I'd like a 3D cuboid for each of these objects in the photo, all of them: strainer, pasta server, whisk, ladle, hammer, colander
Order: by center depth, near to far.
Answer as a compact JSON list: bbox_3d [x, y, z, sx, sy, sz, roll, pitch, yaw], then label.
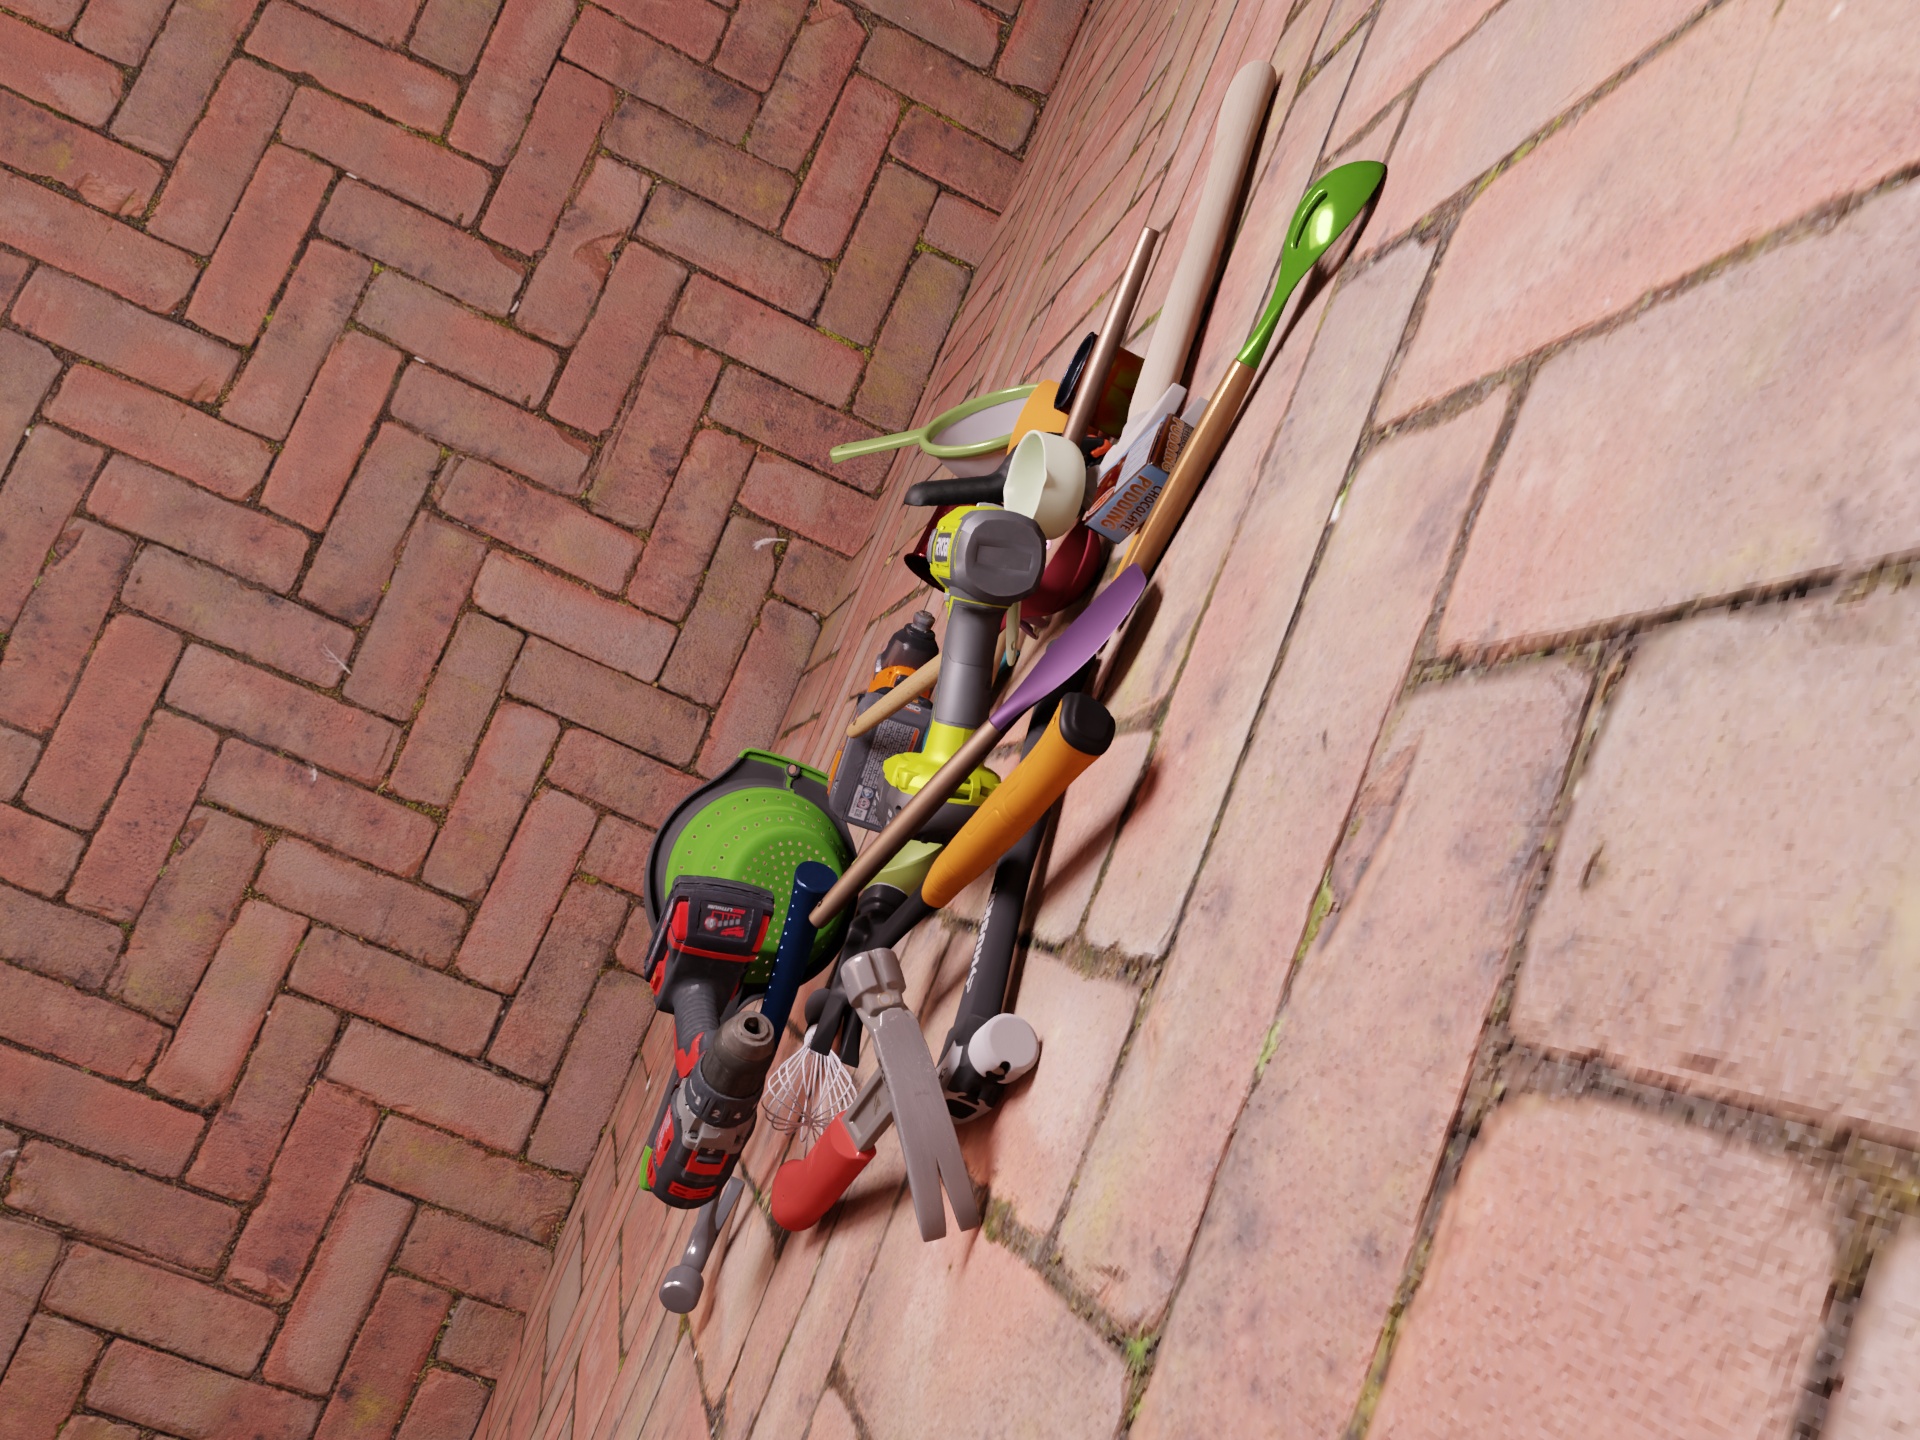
[{"bbox_3d":[-0.004,0.089,0.924,0.336,0.034,0.127,-51,17,50],"label":"hammer"},{"bbox_3d":[-0.067,0.265,0.949,0.359,0.036,0.149,118,138,-58],"label":"hammer"},{"bbox_3d":[0.032,0.083,0.950,0.146,0.035,0.335,-52,17,51],"label":"hammer"},{"bbox_3d":[0.179,-0.342,1.161,0.146,0.038,0.411,-44,24,61],"label":"hammer"},{"bbox_3d":[0.093,-0.215,1.205,0.060,0.040,0.316,-103,32,-73],"label":"pasta server"},{"bbox_3d":[0.006,-0.057,1.222,0.315,0.031,0.069,-35,34,41],"label":"ladle"},{"bbox_3d":[-0.002,-0.004,1.231,0.078,0.062,0.320,-5,56,45],"label":"ladle"},{"bbox_3d":[-0.112,0.259,1.238,0.285,0.070,0.070,-108,42,-81],"label":"whisk"},{"bbox_3d":[-0.169,0.290,1.300,0.144,0.035,0.405,-71,0,-66],"label":"hammer"},{"bbox_3d":[-0.191,0.223,1.383,0.094,0.204,0.397,-1,70,63],"label":"colander"},{"bbox_3d":[-0.004,-0.247,1.489,0.256,0.069,0.151,-6,29,28],"label":"strainer"}]

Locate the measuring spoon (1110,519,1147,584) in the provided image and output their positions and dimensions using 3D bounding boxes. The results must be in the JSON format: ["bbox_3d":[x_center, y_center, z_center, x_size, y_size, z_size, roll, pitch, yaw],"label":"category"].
[{"bbox_3d":[0.111,-0.098,1.037,0.117,0.011,0.021,-63,14,-5],"label":"measuring spoon"}]

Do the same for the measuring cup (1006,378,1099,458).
[{"bbox_3d":[0.081,-0.209,1.346,0.095,0.052,0.173,-58,-18,-26],"label":"measuring cup"}]

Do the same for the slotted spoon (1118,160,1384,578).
[{"bbox_3d":[0.159,-0.190,0.952,0.070,0.031,0.313,-89,24,-65],"label":"slotted spoon"}]

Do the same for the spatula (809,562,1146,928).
[{"bbox_3d":[0.007,0.023,1.000,0.316,0.018,0.060,-47,20,17],"label":"spatula"}]

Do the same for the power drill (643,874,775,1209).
[{"bbox_3d":[-0.180,0.218,1.169,0.227,0.080,0.187,-100,28,-48],"label":"power drill"}]

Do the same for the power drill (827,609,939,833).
[{"bbox_3d":[-0.059,-0.004,1.450,0.227,0.084,0.164,-89,18,-73],"label":"power drill"}]

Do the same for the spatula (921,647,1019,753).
[{"bbox_3d":[-0.031,0.082,1.309,0.082,0.044,0.317,-154,83,-78],"label":"spatula"}]

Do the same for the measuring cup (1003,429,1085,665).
[{"bbox_3d":[0.057,-0.121,1.130,0.083,0.038,0.167,-175,90,-71],"label":"measuring cup"}]

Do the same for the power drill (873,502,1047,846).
[{"bbox_3d":[-0.003,-0.037,1.106,0.191,0.080,0.228,-146,65,-77],"label":"power drill"}]
